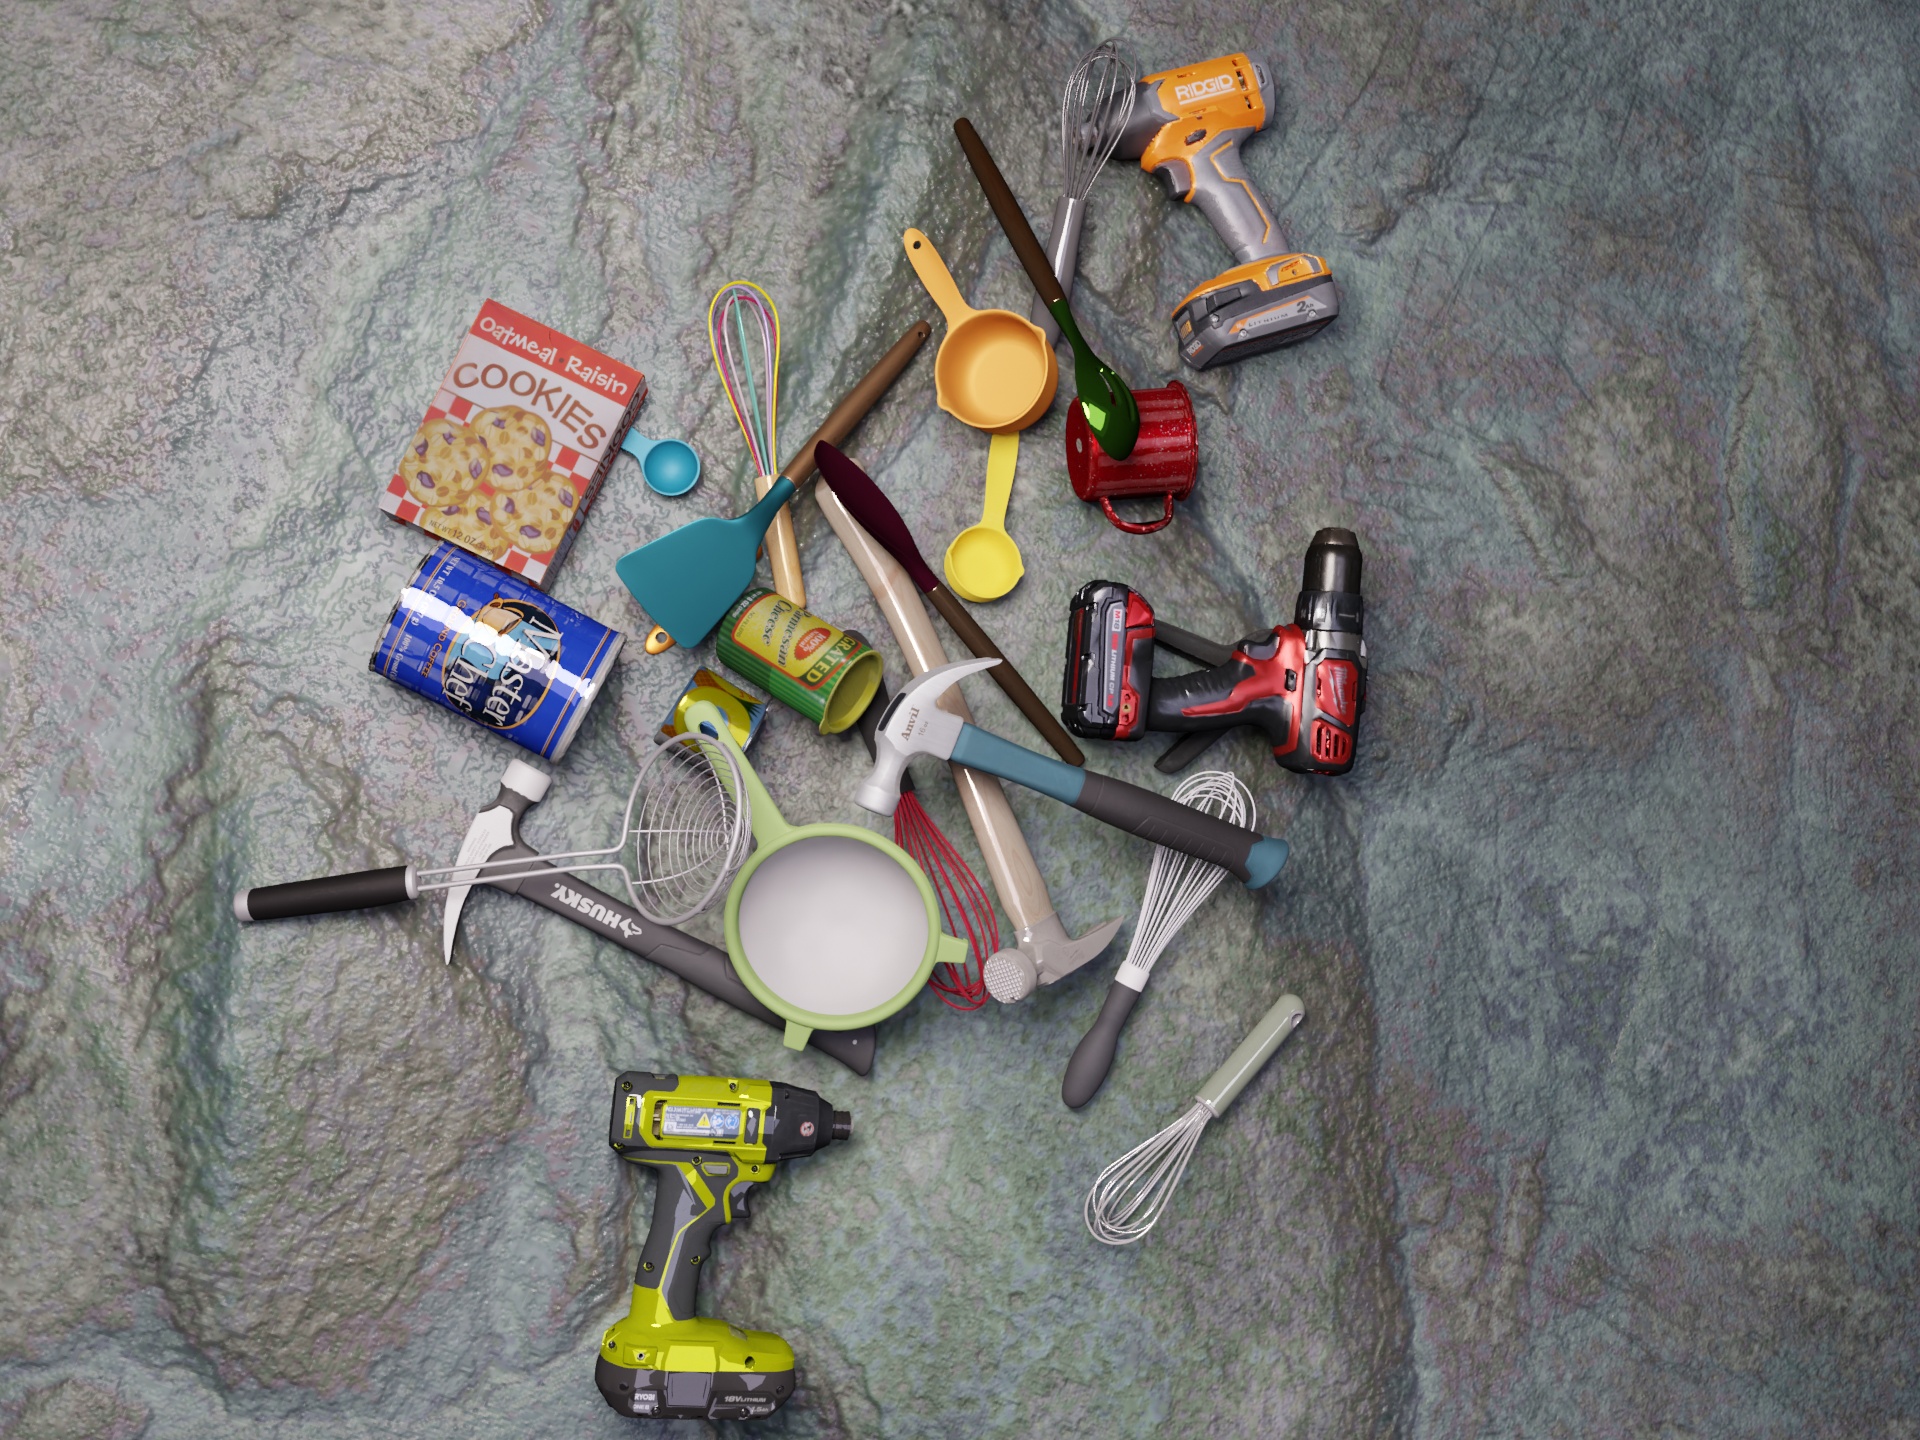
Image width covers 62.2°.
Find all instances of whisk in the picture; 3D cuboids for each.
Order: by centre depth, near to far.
[{"bbox_3d":[-0.142,-0.202,1.169,0.047,0.051,0.245,-12,94,-20],"label":"whisk"},{"bbox_3d":[-0.038,0.072,1.177,0.073,0.073,0.296,-18,86,-14],"label":"whisk"},{"bbox_3d":[0.088,-0.391,1.201,0.055,0.055,0.239,9,107,-13],"label":"whisk"},{"bbox_3d":[0.146,0.167,1.217,0.070,0.070,0.284,27,87,-11],"label":"whisk"},{"bbox_3d":[0.185,0.304,1.229,0.246,0.059,0.057,-45,135,-15],"label":"whisk"}]

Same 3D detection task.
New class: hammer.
[{"bbox_3d":[0.093,0.053,1.131,0.330,0.033,0.128,22,87,-21],"label":"hammer"},{"bbox_3d":[-0.208,0.170,1.141,0.334,0.035,0.146,30,81,-11],"label":"hammer"},{"bbox_3d":[-0.002,-0.004,1.180,0.146,0.038,0.411,-19,84,-52],"label":"hammer"}]

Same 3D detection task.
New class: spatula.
[{"bbox_3d":[-0.118,-0.188,1.153,0.082,0.044,0.317,51,60,-26],"label":"spatula"}]

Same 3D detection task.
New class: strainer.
[{"bbox_3d":[-0.114,0.093,1.120,0.151,0.069,0.256,-30,97,9],"label":"strainer"}]

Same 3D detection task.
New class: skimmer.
[{"bbox_3d":[-0.312,0.089,1.047,0.363,0.090,0.127,-8,68,2],"label":"skimmer"}]

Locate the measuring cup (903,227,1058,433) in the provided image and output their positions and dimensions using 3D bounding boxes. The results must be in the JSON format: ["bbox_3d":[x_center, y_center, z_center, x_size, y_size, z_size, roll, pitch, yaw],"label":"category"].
[{"bbox_3d":[0.010,-0.295,1.202,0.095,0.052,0.174,-33,78,16],"label":"measuring cup"}]

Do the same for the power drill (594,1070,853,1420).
[{"bbox_3d":[-0.169,0.366,1.123,0.171,0.080,0.223,7,83,-13],"label":"power drill"}]

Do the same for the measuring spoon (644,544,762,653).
[{"bbox_3d":[-0.189,-0.092,1.167,0.021,0.011,0.117,45,79,-8],"label":"measuring spoon"}]

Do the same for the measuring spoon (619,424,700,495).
[{"bbox_3d":[-0.246,-0.207,1.159,0.128,0.021,0.042,33,83,-1],"label":"measuring spoon"}]

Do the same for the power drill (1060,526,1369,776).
[{"bbox_3d":[0.198,-0.059,1.195,0.226,0.080,0.188,5,89,-7],"label":"power drill"}]

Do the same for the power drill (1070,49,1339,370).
[{"bbox_3d":[0.188,-0.396,1.240,0.164,0.084,0.226,-18,88,-11],"label":"power drill"}]

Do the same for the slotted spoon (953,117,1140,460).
[{"bbox_3d":[0.061,-0.328,1.176,0.070,0.031,0.314,4,56,-53],"label":"slotted spoon"}]

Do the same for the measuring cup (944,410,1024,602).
[{"bbox_3d":[0.023,-0.164,1.221,0.062,0.029,0.157,14,73,-15],"label":"measuring cup"}]

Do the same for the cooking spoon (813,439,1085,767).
[{"bbox_3d":[-0.006,-0.080,1.176,0.017,0.069,0.318,-32,112,22],"label":"cooking spoon"}]
